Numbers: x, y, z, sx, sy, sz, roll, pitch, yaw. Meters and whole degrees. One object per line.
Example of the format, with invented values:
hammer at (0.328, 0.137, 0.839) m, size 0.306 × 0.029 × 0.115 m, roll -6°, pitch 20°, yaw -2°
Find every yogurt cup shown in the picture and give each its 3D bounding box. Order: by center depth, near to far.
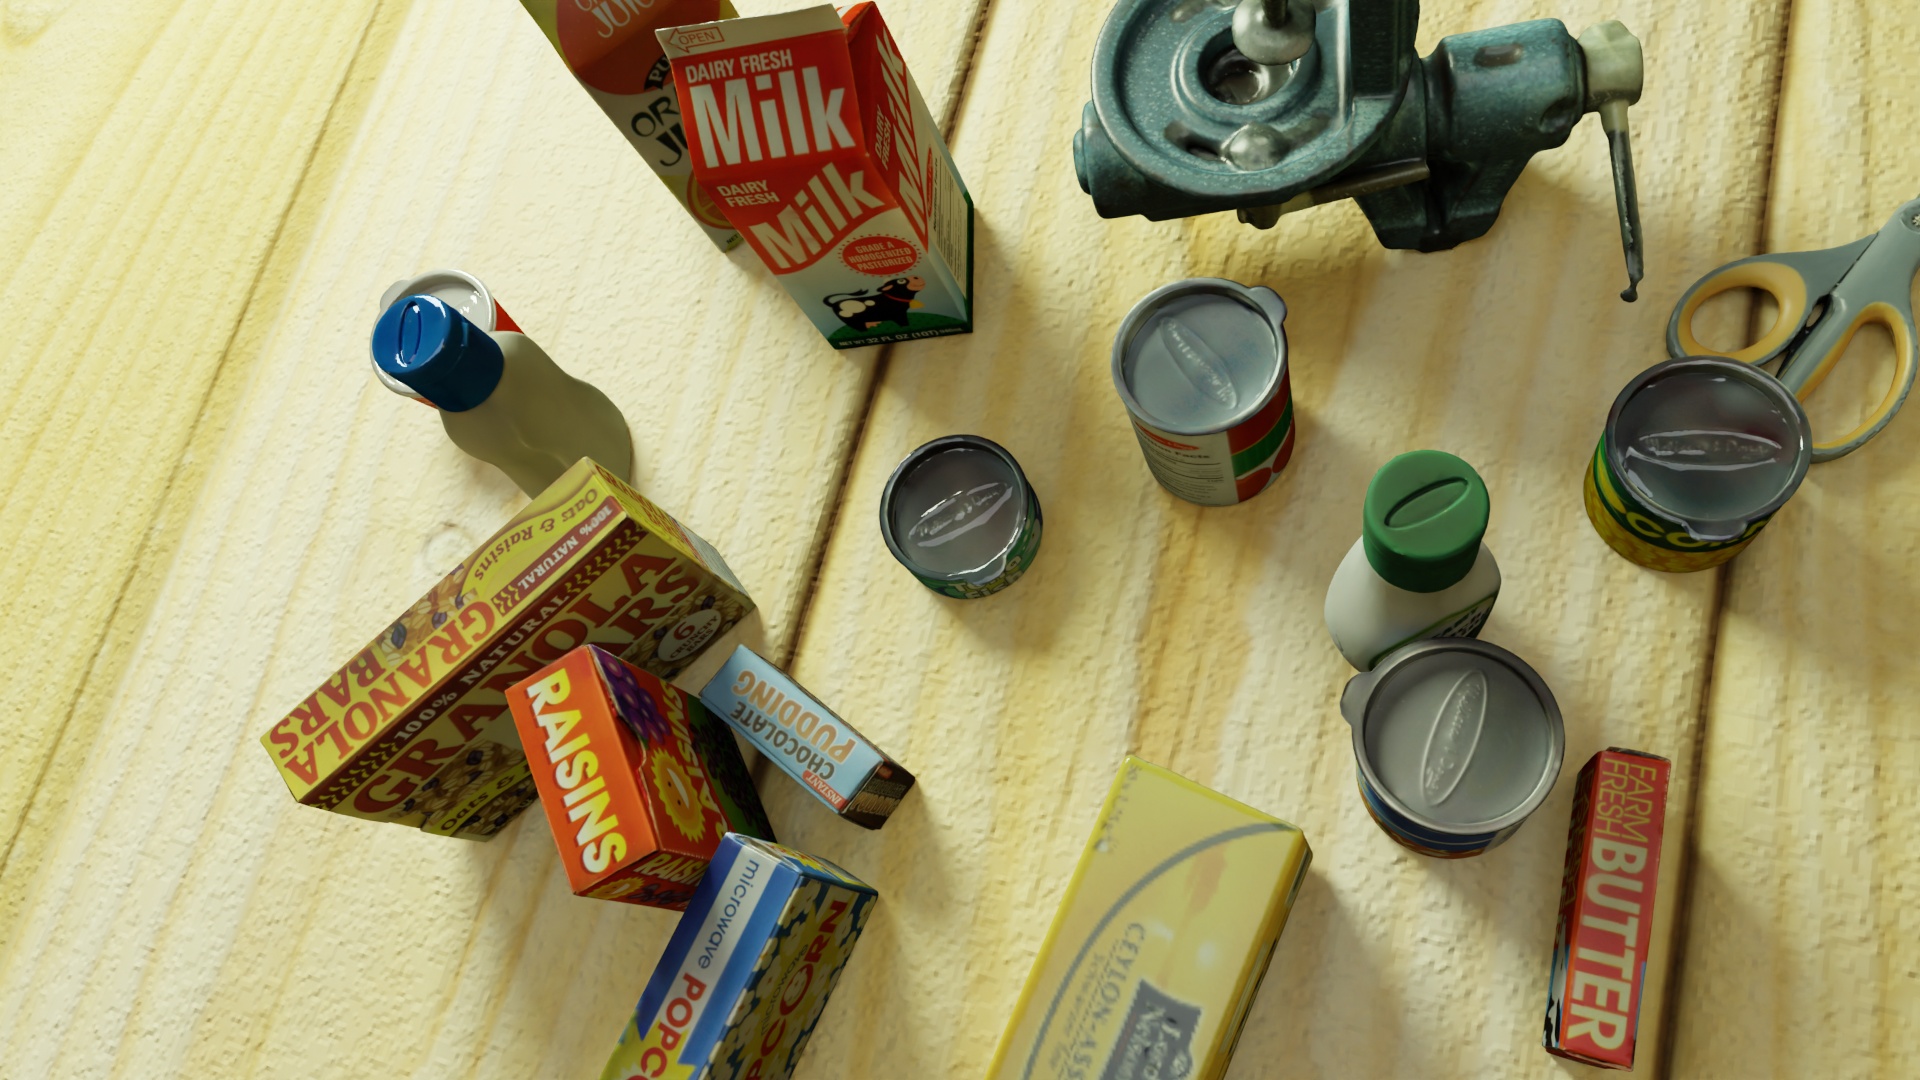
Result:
yogurt cup at (-0.247, -0.092, 0.687) m, size 0.072 × 0.054 × 0.072 m, roll -5°, pitch 70°, yaw 14°

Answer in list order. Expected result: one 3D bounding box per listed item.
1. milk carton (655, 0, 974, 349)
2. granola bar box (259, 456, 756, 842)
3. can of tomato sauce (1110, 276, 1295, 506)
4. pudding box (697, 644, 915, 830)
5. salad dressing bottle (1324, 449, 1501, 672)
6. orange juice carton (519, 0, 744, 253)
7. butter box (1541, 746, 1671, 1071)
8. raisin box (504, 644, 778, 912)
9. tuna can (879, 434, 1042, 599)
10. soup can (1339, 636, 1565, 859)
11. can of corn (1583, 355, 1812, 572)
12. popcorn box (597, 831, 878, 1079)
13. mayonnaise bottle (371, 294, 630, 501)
milk carton at (-0.053, -0.156, 0.580) m, size 0.072 × 0.190 × 0.073 m, roll -4°, pitch 71°, yaw 15°
granola bar box at (-0.179, 0.052, 0.578) m, size 0.165 × 0.124 × 0.039 m, roll -41°, pitch 66°, yaw -1°
can of tomato sauce at (0.102, -0.059, 0.561) m, size 0.071 × 0.083 × 0.071 m, roll -5°, pitch 70°, yaw 14°
pudding box at (-0.064, 0.082, 0.576) m, size 0.084 × 0.049 × 0.030 m, roll 35°, pitch 84°, yaw 23°
salad dressing bottle at (0.159, 0.012, 0.485) m, size 0.064 × 0.147 × 0.044 m, roll -28°, pitch 66°, yaw 5°
orange juice carton at (-0.133, -0.219, 0.624) m, size 0.072 × 0.192 × 0.073 m, roll -36°, pitch 66°, yaw 2°
butter box at (0.221, 0.127, 0.478) m, size 0.024 × 0.053 × 0.104 m, roll 10°, pitch 74°, yaw 19°
raisin box at (-0.119, 0.098, 0.545) m, size 0.040 × 0.123 × 0.086 m, roll -29°, pitch 66°, yaw 5°
tuna can at (0.002, -0.008, 0.599) m, size 0.071 × 0.032 × 0.071 m, roll -5°, pitch 70°, yaw 14°
soup can at (0.171, 0.075, 0.494) m, size 0.071 × 0.083 × 0.071 m, roll -5°, pitch 70°, yaw 14°
can of corn at (0.270, -0.024, 0.515) m, size 0.071 × 0.058 × 0.071 m, roll -5°, pitch 70°, yaw 14°
popcorn box at (-0.086, 0.179, 0.529) m, size 0.038 × 0.085 × 0.127 m, roll 22°, pitch 79°, yaw 22°
mayonnaise bottle at (-0.196, -0.058, 0.609) m, size 0.041 × 0.147 × 0.065 m, roll -9°, pitch 69°, yaw 13°
